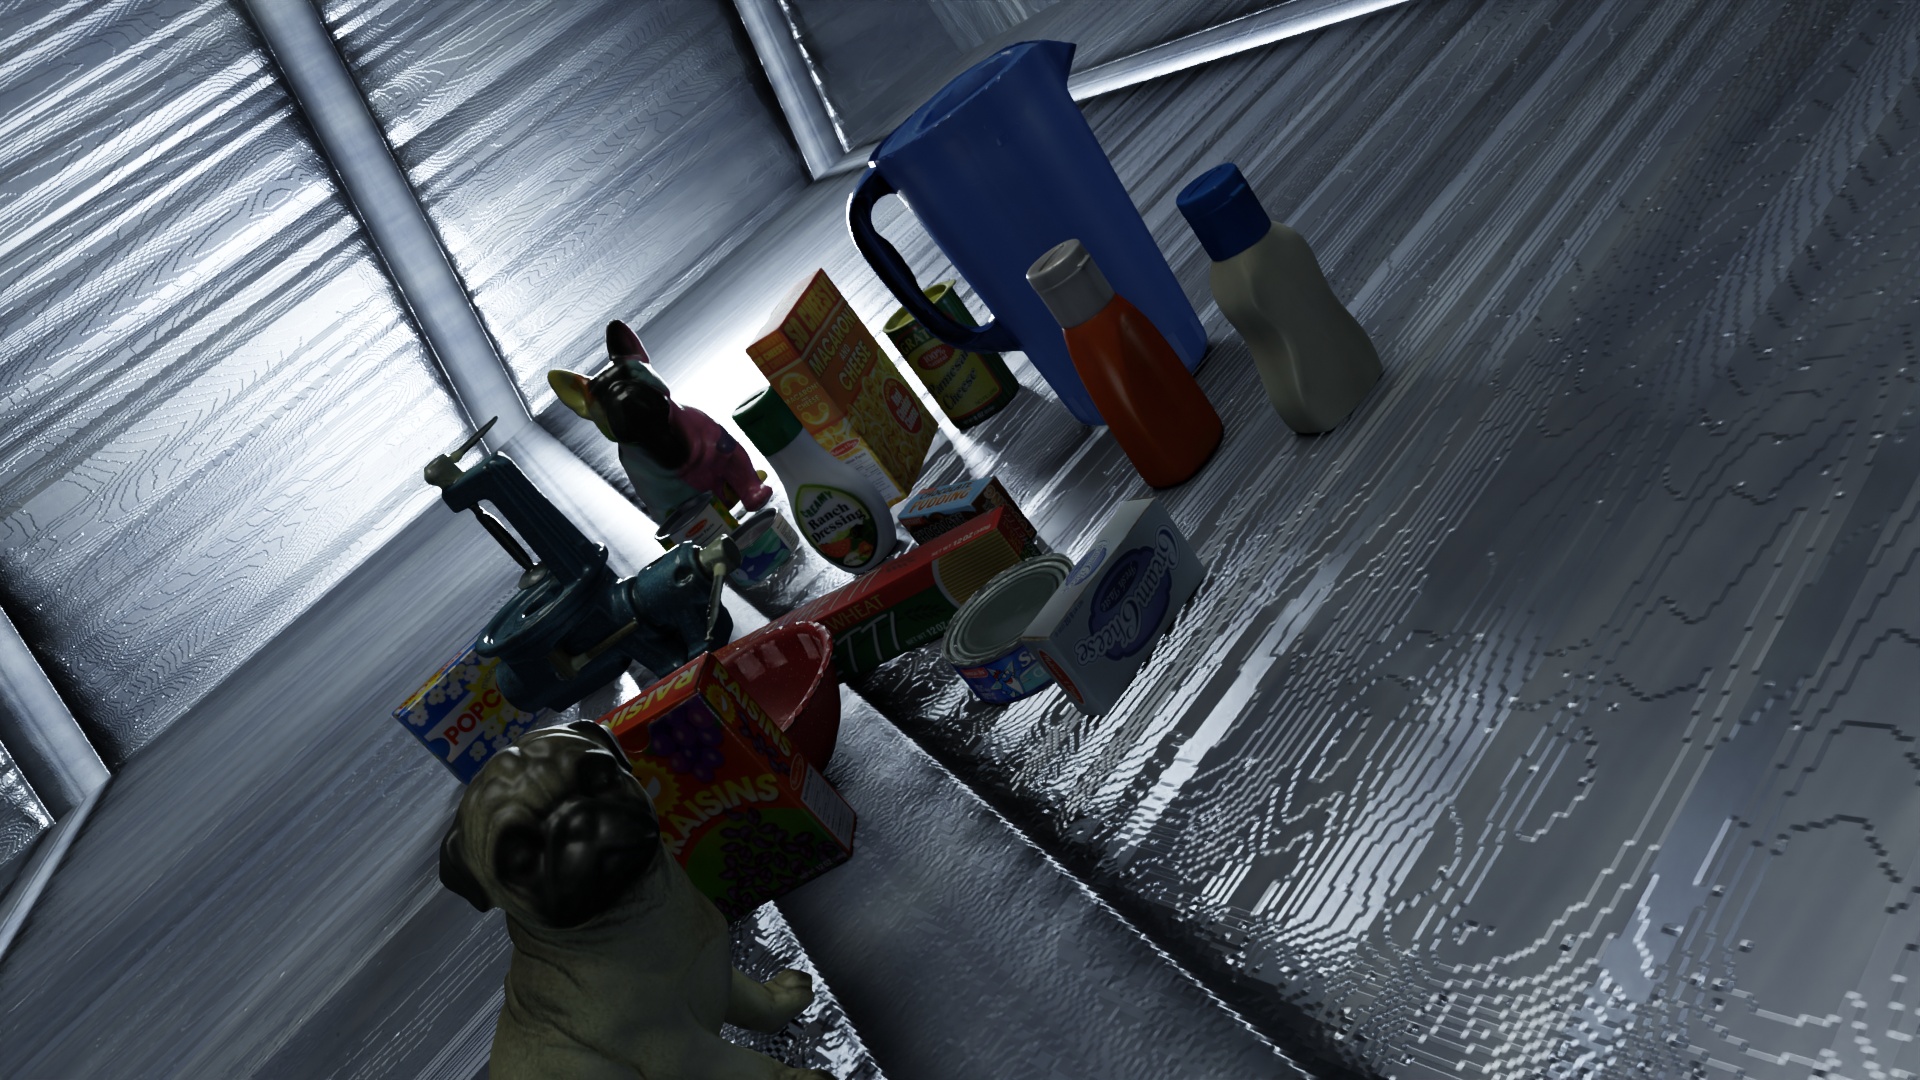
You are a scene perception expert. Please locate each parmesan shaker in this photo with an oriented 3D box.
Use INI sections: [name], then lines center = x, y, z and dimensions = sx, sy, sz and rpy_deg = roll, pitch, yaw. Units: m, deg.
[parmesan shaker]
center = -0.004, -0.149, 1.119
dimensions = 0.071, 0.103, 0.071
rpy_deg = -32, 21, 14

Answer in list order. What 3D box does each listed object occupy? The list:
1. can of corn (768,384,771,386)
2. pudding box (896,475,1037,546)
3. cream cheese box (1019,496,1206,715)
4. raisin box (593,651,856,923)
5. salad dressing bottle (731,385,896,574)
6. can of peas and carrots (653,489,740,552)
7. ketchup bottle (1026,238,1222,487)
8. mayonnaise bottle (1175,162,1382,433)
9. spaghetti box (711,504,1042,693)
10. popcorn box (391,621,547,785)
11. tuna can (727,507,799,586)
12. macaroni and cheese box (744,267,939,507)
[can of corn]
center = -0.175, -0.128, 1.411
dimensions = 0.071, 0.058, 0.071
rpy_deg = -32, 21, 14
[pudding box]
center = 0.003, -0.011, 0.893
dimensions = 0.083, 0.049, 0.030
rpy_deg = -7, 36, 53
[cream cheese box]
center = 0.077, 0.031, 0.681
dimensions = 0.024, 0.053, 0.104
rpy_deg = -9, 35, 52
[raisin box]
center = -0.124, 0.127, 0.702
dimensions = 0.086, 0.123, 0.040
rpy_deg = -31, 22, 17
[salad dressing bottle]
center = -0.105, -0.043, 0.996
dimensions = 0.064, 0.147, 0.044
rpy_deg = -29, 22, 21
[can of peas and carrots]
center = -0.227, -0.002, 1.229
dimensions = 0.071, 0.058, 0.071
rpy_deg = -32, 21, 14
[ketchup bottle]
center = 0.094, -0.104, 0.804
dimensions = 0.043, 0.148, 0.065
rpy_deg = -14, 31, 47
[mayonnaise bottle]
center = 0.168, -0.130, 0.742
dimensions = 0.065, 0.147, 0.041
rpy_deg = -46, 22, -21
[spaghetti box]
center = -0.063, 0.053, 0.862
dimensions = 0.249, 0.050, 0.029
rpy_deg = -27, 23, 25
[popcorn box]
center = -0.408, 0.134, 1.194
dimensions = 0.127, 0.085, 0.038
rpy_deg = -48, 23, -27
[tuna can]
center = -0.171, 0.007, 1.155
dimensions = 0.071, 0.032, 0.071
rpy_deg = -32, 21, 14
[macaroni and cheese box]
center = -0.091, -0.119, 1.105
dimensions = 0.040, 0.166, 0.124
rpy_deg = -27, 23, 26
